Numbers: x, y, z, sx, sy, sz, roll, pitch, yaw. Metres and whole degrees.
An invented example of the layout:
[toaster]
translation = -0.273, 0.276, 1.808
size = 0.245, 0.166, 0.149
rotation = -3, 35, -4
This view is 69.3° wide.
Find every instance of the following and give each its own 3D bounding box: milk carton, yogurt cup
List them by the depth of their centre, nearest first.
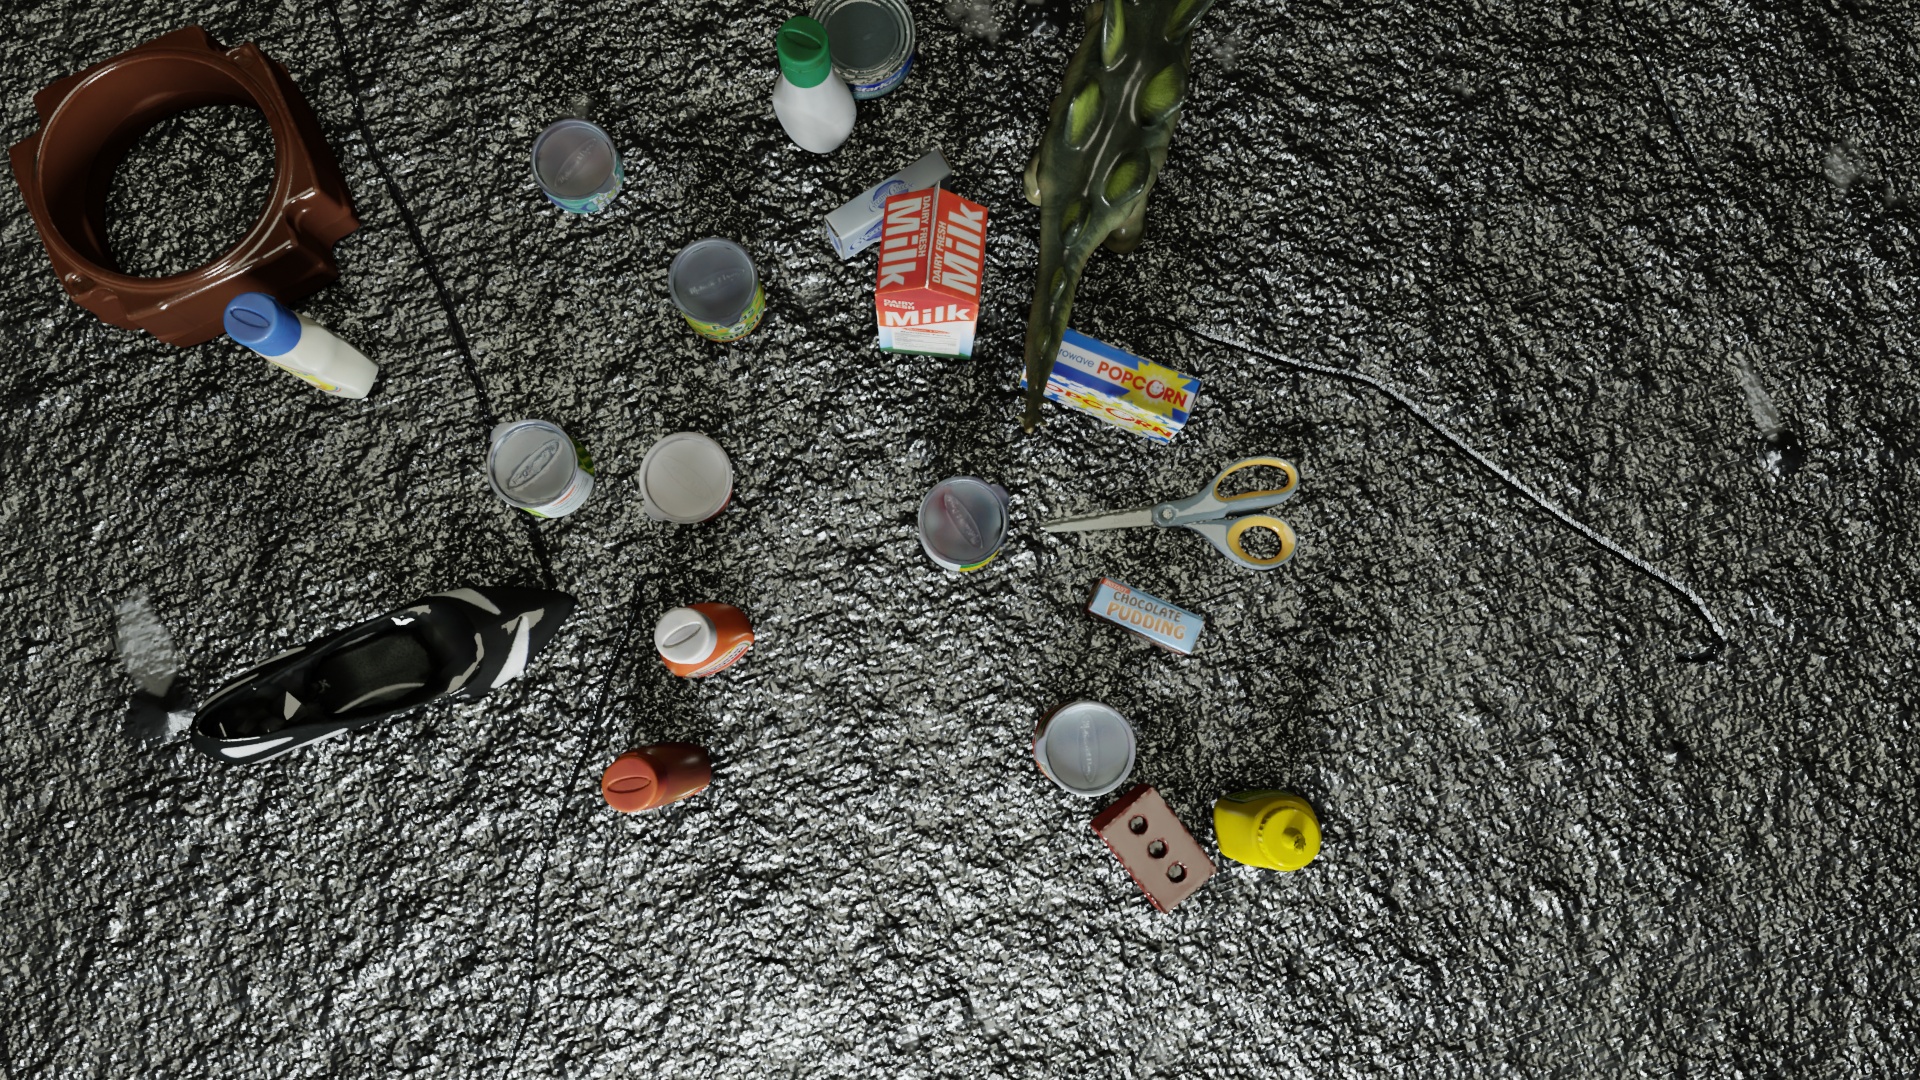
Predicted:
[milk carton]
translation = -0.021, -0.189, 0.993
size = 0.073, 0.190, 0.072
rotation = 6, 83, -1
[yogurt cup]
translation = -0.201, -0.043, 1.038
size = 0.072, 0.054, 0.072
rotation = 0, 83, -2

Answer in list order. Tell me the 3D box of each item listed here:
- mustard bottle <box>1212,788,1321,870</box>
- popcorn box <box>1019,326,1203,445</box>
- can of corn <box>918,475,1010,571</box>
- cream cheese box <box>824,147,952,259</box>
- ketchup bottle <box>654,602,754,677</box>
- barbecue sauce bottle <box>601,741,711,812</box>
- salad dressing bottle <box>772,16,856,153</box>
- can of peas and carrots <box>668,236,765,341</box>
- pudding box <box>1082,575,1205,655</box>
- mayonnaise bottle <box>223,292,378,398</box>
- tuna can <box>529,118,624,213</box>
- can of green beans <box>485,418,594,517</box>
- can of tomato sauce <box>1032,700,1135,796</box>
[mustard bottle]
translation = 0.219, 0.201, 0.967
size = 0.065, 0.160, 0.049
rotation = -7, 84, -3
[popcorn box]
translation = 0.110, -0.118, 1.041
size = 0.127, 0.085, 0.038
rotation = 22, 83, 1
[can of corn]
translation = 0.004, -0.013, 1.038
size = 0.071, 0.058, 0.071
rotation = 0, 83, -2
[cream cheese box]
translation = -0.054, -0.258, 1.069
size = 0.104, 0.053, 0.024
rotation = -32, 85, -5
[ketchup bottle]
translation = -0.184, 0.069, 0.976
size = 0.065, 0.148, 0.043
rotation = -31, 85, -5
[barbecue sauce bottle]
translation = -0.215, 0.164, 0.964
size = 0.065, 0.148, 0.043
rotation = -8, 84, -3
[salad dressing bottle]
translation = -0.111, -0.336, 1.030
size = 0.064, 0.147, 0.044
rotation = 23, 83, 1
[can of peas and carrots]
translation = -0.182, -0.187, 1.054
size = 0.071, 0.058, 0.071
rotation = 0, 83, -2
[pudding box]
translation = 0.136, 0.056, 1.038
size = 0.084, 0.049, 0.030
rotation = 24, 83, 1
[mayonnaise bottle]
translation = -0.474, -0.140, 0.993
size = 0.065, 0.148, 0.041
rotation = 21, 83, 1
[tuna can]
translation = -0.294, -0.288, 1.076
size = 0.071, 0.033, 0.071
rotation = 0, 83, -2
[can of green beans]
translation = -0.311, -0.053, 1.033
size = 0.071, 0.057, 0.071
rotation = 0, 83, -2
[can of tomato sauce]
translation = 0.086, 0.150, 1.008
size = 0.071, 0.083, 0.071
rotation = 0, 83, -2
